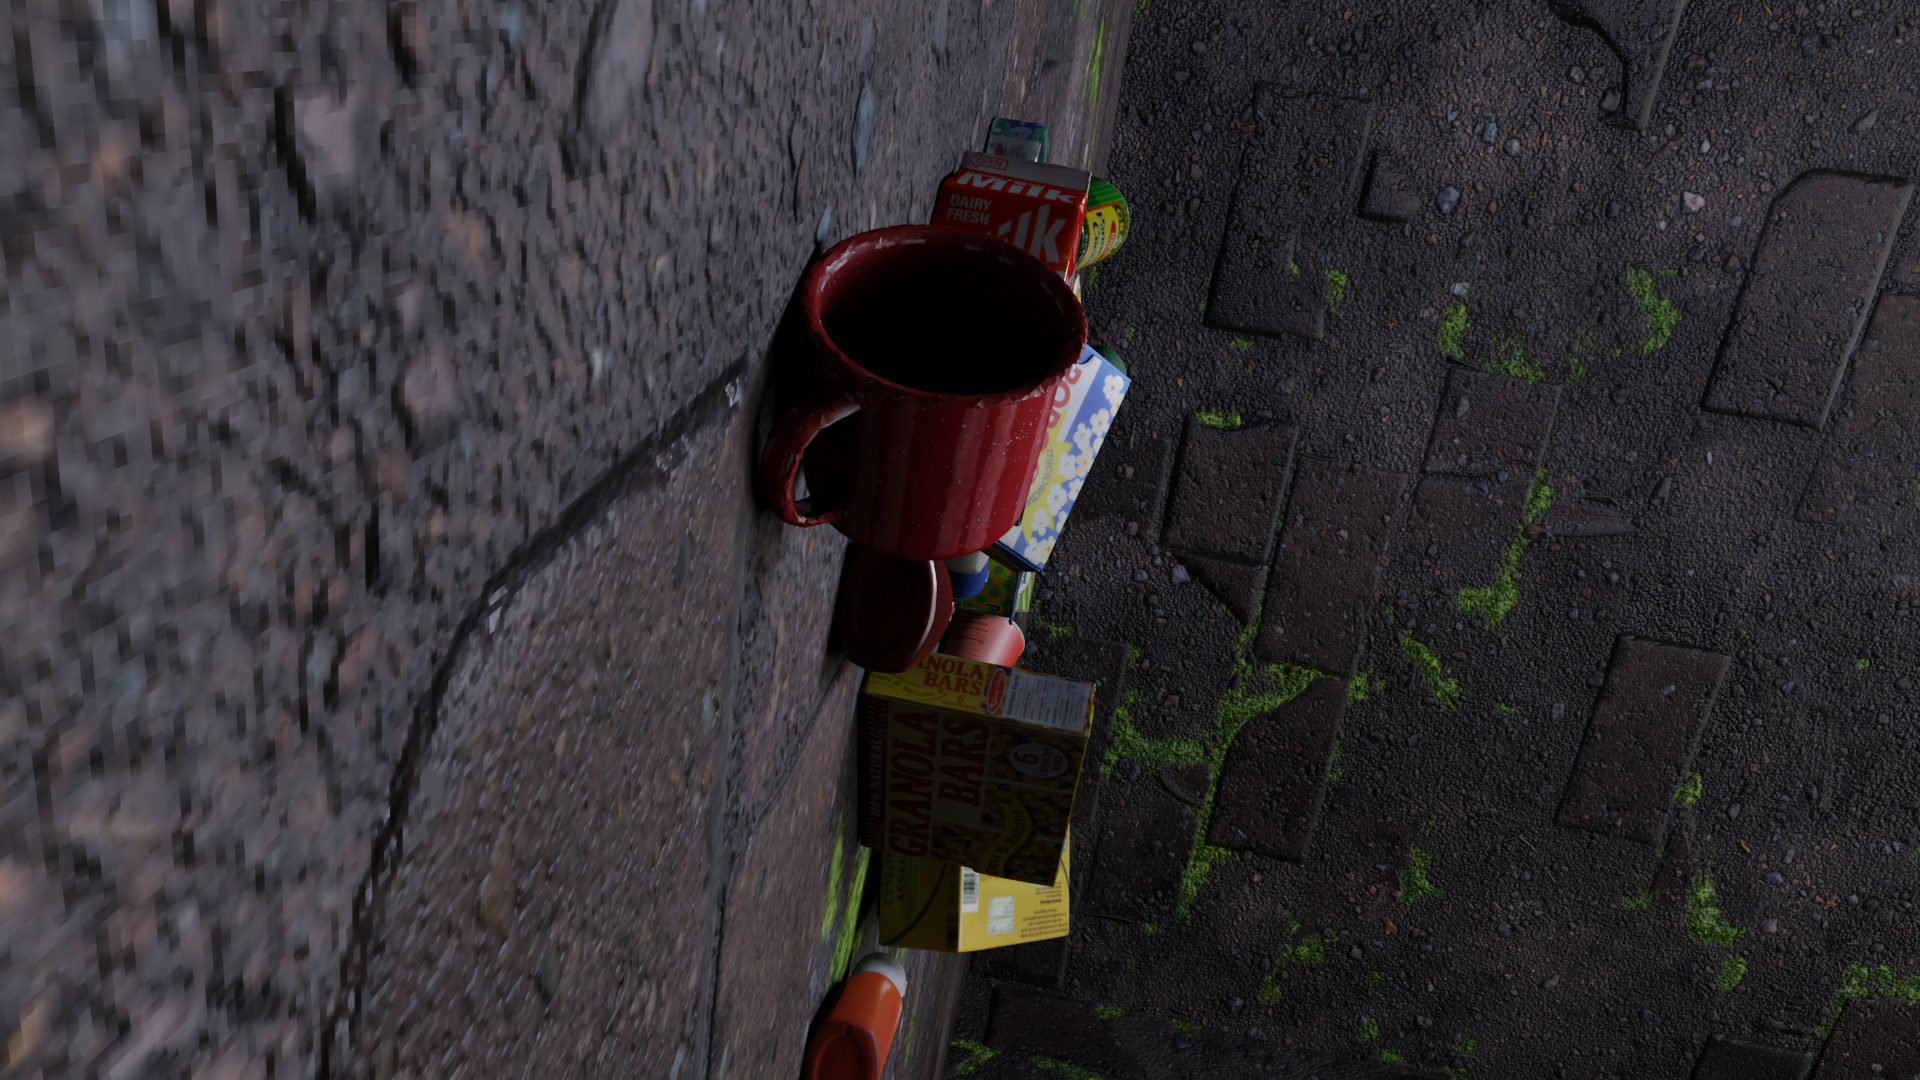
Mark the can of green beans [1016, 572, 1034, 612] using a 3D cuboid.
[{"bbox_3d":[0.030,0.025,1.156,0.071,0.071,0.057,-30,130,-83],"label":"can of green beans"}]

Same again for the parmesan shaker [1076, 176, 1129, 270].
[{"bbox_3d":[0.077,-0.231,1.034,0.103,0.071,0.071,-37,140,-59],"label":"parmesan shaker"}]

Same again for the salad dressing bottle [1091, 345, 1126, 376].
[{"bbox_3d":[0.061,-0.089,1.005,0.148,0.064,0.043,-40,131,-28],"label":"salad dressing bottle"}]

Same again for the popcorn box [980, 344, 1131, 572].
[{"bbox_3d":[0.032,-0.057,0.772,0.038,0.085,0.127,6,-113,56],"label":"popcorn box"}]

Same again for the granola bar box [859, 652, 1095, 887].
[{"bbox_3d":[0.006,0.134,0.804,0.164,0.124,0.039,95,8,-48],"label":"granola bar box"}]

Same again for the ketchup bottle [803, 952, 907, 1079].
[{"bbox_3d":[-0.061,0.300,0.865,0.149,0.043,0.064,-28,130,-83],"label":"ketchup bottle"}]

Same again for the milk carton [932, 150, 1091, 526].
[{"bbox_3d":[0.015,-0.112,0.706,0.073,0.072,0.191,84,19,-73],"label":"milk carton"}]

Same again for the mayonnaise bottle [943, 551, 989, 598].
[{"bbox_3d":[0.003,-0.012,0.952,0.147,0.041,0.065,95,9,-57],"label":"mayonnaise bottle"}]

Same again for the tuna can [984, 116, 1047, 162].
[{"bbox_3d":[0.033,-0.229,0.870,0.071,0.033,0.071,7,94,-84],"label":"tuna can"}]

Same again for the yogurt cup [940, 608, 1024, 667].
[{"bbox_3d":[0.014,0.096,1.160,0.072,0.072,0.054,95,16,-48],"label":"yogurt cup"}]

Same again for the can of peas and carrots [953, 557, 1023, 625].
[{"bbox_3d":[0.019,0.026,1.087,0.071,0.059,0.071,7,94,-84],"label":"can of peas and carrots"}]

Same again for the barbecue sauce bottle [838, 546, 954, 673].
[{"bbox_3d":[-0.027,0.032,0.691,0.148,0.044,0.065,38,62,-85],"label":"barbecue sauce bottle"}]

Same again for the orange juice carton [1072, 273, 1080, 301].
[{"bbox_3d":[0.038,-0.127,0.908,0.193,0.072,0.073,4,97,-84],"label":"orange juice carton"}]
